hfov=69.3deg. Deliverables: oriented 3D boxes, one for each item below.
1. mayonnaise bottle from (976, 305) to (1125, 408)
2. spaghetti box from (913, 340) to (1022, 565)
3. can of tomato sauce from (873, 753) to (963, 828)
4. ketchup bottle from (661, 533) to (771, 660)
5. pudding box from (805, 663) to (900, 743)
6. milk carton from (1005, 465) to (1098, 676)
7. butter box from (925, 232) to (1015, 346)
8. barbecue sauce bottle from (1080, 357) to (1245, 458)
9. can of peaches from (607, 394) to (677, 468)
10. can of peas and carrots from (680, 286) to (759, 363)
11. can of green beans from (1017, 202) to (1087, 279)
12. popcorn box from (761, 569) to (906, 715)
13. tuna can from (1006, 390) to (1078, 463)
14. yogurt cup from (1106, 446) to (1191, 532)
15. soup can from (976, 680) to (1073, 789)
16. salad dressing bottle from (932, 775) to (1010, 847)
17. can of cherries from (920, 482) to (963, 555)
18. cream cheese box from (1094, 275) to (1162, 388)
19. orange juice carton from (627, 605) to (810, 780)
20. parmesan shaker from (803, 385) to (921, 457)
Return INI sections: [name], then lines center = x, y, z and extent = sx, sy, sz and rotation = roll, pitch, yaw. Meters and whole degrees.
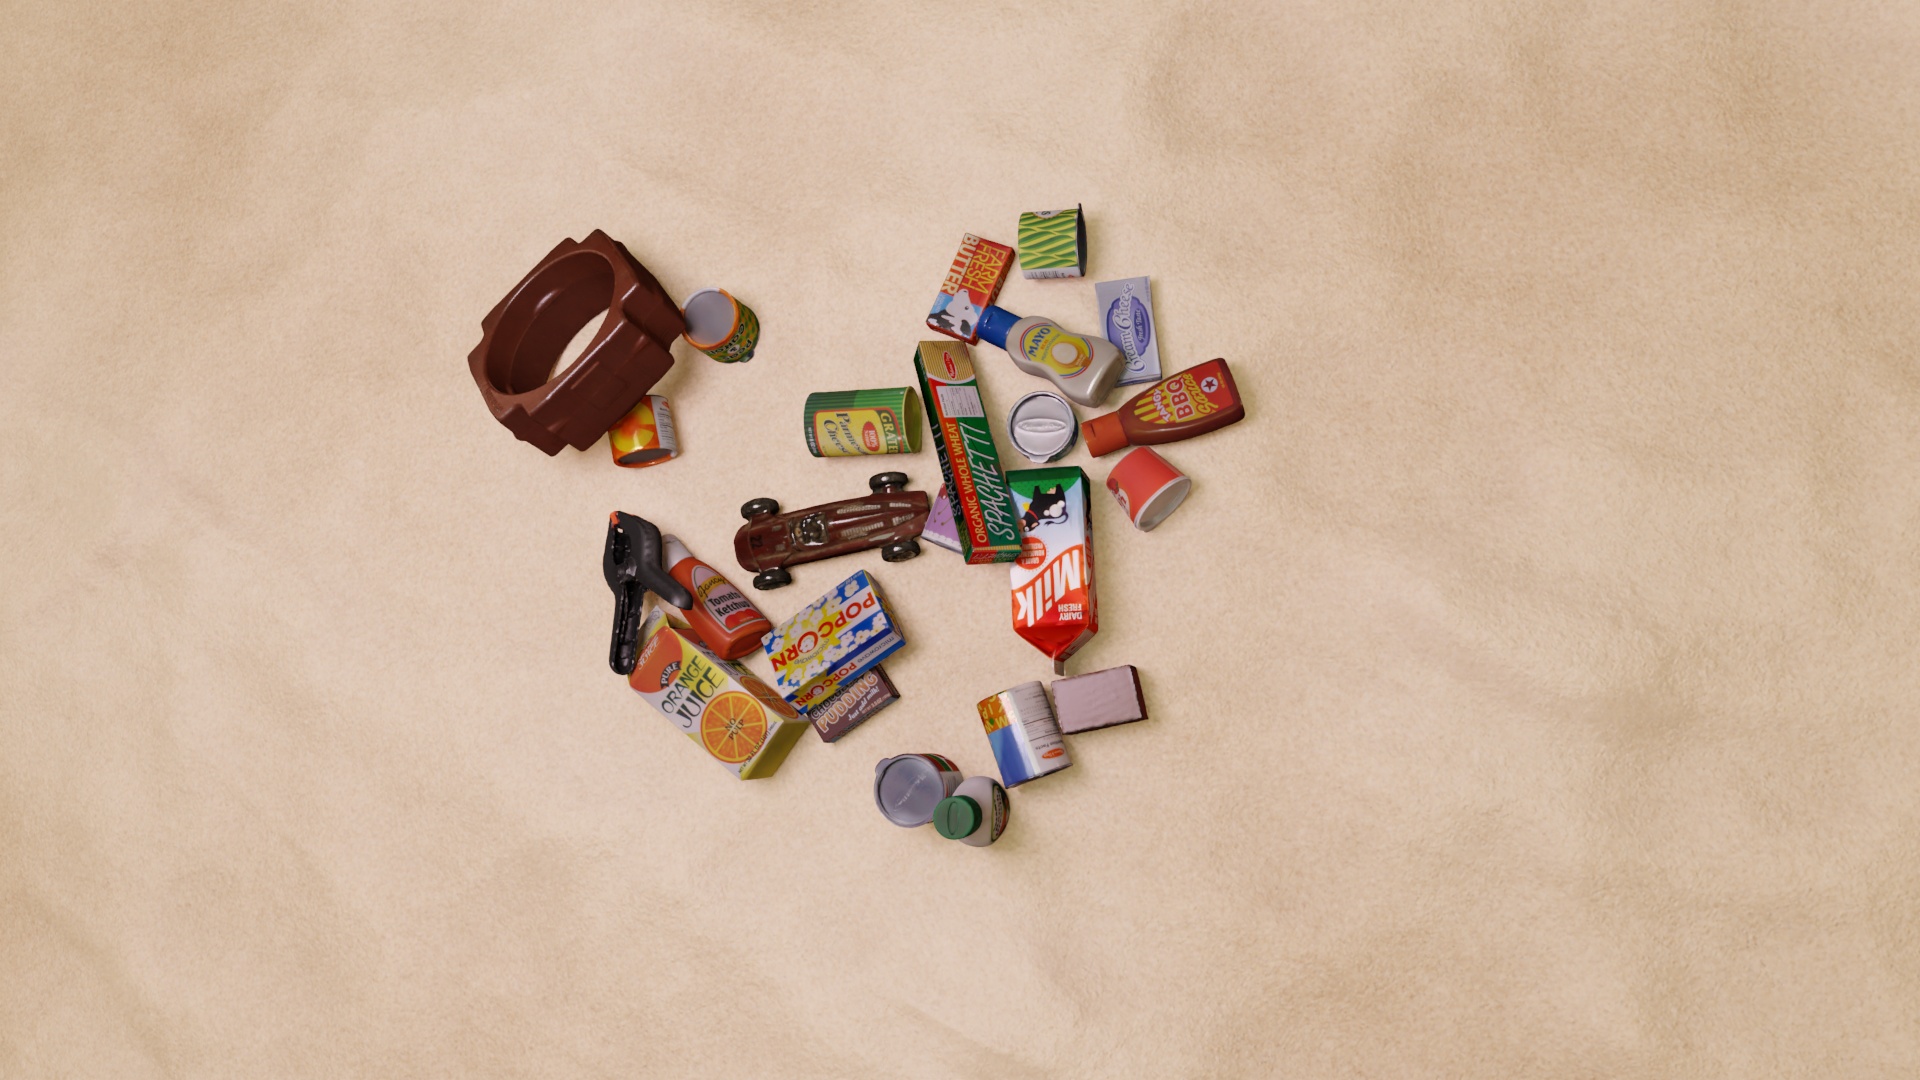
[mayonnaise bottle]
center = 0.083, -0.183, 1.335
extent = 0.148, 0.041, 0.065
rotation = 30, 86, 27
[spaghetti box]
center = 0.005, -0.086, 1.305
extent = 0.050, 0.028, 0.251
rotation = -2, 56, -18
[can of tomato sauce]
center = -0.039, 0.230, 1.292
extent = 0.071, 0.083, 0.071
rotation = -2, 81, 13
[ketchup bottle]
center = -0.256, 0.054, 1.382
extent = 0.149, 0.065, 0.043
rotation = 44, 127, 23
[pudding box]
center = -0.107, 0.154, 1.347
extent = 0.083, 0.030, 0.050
rotation = -35, 75, 6
[milk carton]
center = 0.087, 0.031, 1.298
extent = 0.073, 0.072, 0.190
rotation = -4, 81, 12
[butter box]
center = 0.011, -0.251, 1.383
extent = 0.053, 0.024, 0.103
rotation = 23, 87, 16
[barbecue sauce bottle]
center = 0.189, -0.119, 1.312
extent = 0.148, 0.043, 0.065
rotation = -20, 64, 10
[can of peaches]
center = -0.328, -0.110, 1.419
extent = 0.071, 0.071, 0.058
rotation = -16, 80, 10
[can of peas and carrots]
center = -0.246, -0.218, 1.419
extent = 0.071, 0.058, 0.071
rotation = -2, 82, 13
[can of green beans]
center = 0.090, -0.288, 1.349
extent = 0.058, 0.071, 0.071
rotation = -1, 82, 13
[popcorn box]
center = -0.123, 0.097, 1.337
extent = 0.126, 0.038, 0.085
rotation = -35, 47, 6
[tuna can]
center = 0.080, -0.106, 1.341
extent = 0.071, 0.033, 0.071
rotation = -2, 81, 13
[yogurt cup]
center = 0.173, -0.051, 1.296
extent = 0.072, 0.072, 0.054
rotation = -43, 67, 4
[soup can]
center = 0.057, 0.181, 1.288
extent = 0.071, 0.071, 0.084
rotation = -22, 77, 9
[salad dressing bottle]
center = 0.010, 0.245, 1.245
extent = 0.044, 0.147, 0.064
rotation = 1, 83, 13
[can of cherries]
center = 0.005, -0.017, 1.327
extent = 0.071, 0.071, 0.058
rotation = 21, 86, 15
[cream cheese box]
center = 0.163, -0.202, 1.341
extent = 0.053, 0.024, 0.104
rotation = -8, 80, 13
[orange juice carton]
center = -0.249, 0.147, 1.358
extent = 0.193, 0.073, 0.072
rotation = 36, 93, 16
[parmesan shaker]
center = -0.095, -0.114, 1.367
extent = 0.103, 0.071, 0.071
rotation = -3, 81, 13
